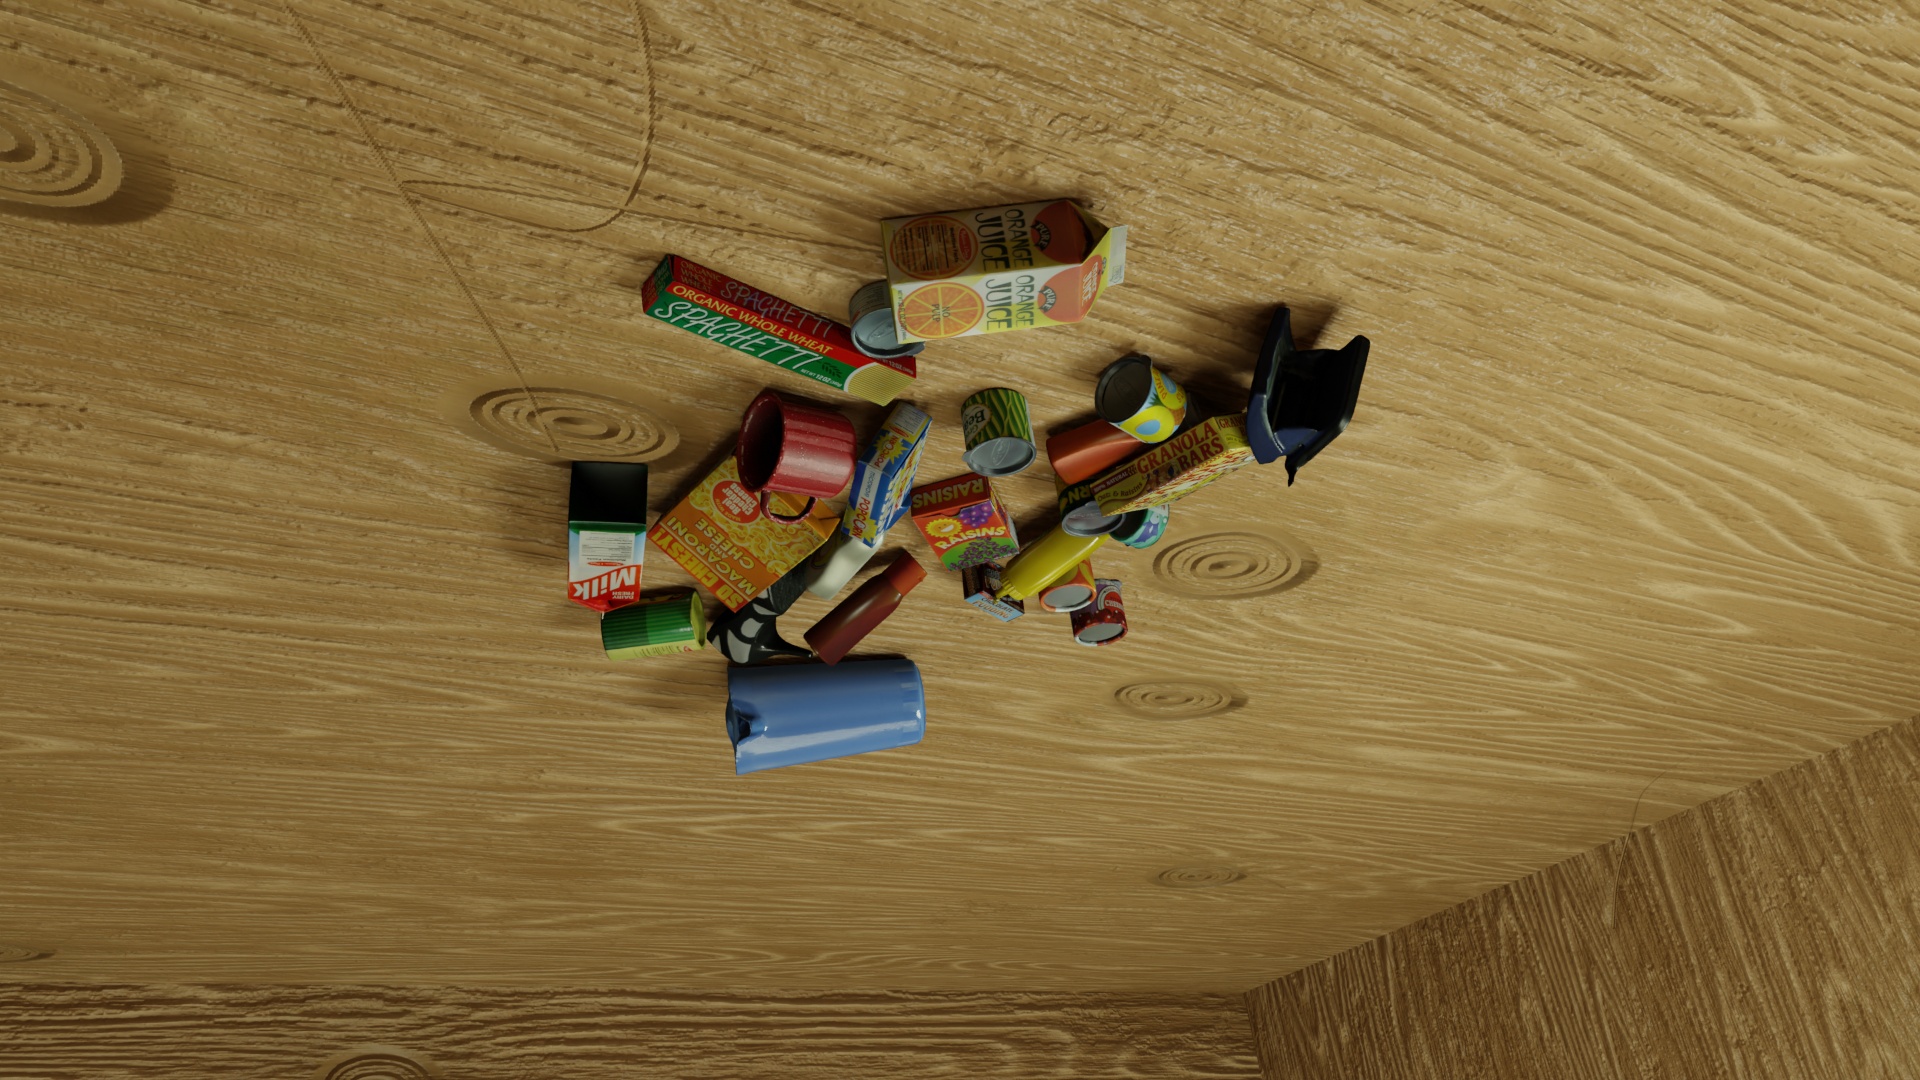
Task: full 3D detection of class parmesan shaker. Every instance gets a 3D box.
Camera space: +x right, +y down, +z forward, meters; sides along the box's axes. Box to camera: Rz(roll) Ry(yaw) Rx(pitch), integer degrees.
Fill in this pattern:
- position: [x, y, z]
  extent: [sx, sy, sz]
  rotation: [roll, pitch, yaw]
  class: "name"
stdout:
- position: [-0.343, 0.095, 1.549]
  extent: [0.103, 0.071, 0.071]
  rotation: [-7, 149, 1]
  class: "parmesan shaker"

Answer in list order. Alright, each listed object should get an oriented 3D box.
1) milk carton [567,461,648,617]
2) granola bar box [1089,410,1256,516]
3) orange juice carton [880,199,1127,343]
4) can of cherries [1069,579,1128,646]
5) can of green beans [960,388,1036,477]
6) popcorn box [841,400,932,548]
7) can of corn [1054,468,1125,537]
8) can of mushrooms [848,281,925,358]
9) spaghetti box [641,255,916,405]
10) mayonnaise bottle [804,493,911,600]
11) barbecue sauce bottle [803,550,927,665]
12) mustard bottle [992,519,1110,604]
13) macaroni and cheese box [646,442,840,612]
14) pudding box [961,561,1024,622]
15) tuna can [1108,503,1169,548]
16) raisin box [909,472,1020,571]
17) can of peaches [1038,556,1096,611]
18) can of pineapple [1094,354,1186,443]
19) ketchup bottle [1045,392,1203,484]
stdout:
- position: [-0.355, 0.004, 1.389]
  extent: [0.073, 0.072, 0.189]
  rotation: [2, 147, -15]
  class: "milk carton"
- position: [0.227, -0.078, 1.361]
  extent: [0.124, 0.039, 0.165]
  rotation: [-11, 167, -46]
  class: "granola bar box"
- position: [0.037, -0.217, 1.108]
  extent: [0.193, 0.073, 0.071]
  rotation: [-7, 149, -2]
  class: "orange juice carton"
- position: [0.165, 0.086, 1.660]
  extent: [0.071, 0.058, 0.071]
  rotation: [-5, 150, -3]
  class: "can of cherries"
- position: [0.036, -0.102, 1.315]
  extent: [0.071, 0.058, 0.071]
  rotation: [-6, 149, -3]
  class: "can of green beans"
- position: [-0.071, -0.062, 1.326]
  extent: [0.038, 0.085, 0.126]
  rotation: [27, 146, 4]
  class: "popcorn box"
- position: [0.133, -0.046, 1.430]
  extent: [0.071, 0.058, 0.070]
  rotation: [-6, 149, -3]
  class: "can of corn"
- position: [-0.060, -0.186, 1.176]
  extent: [0.071, 0.033, 0.070]
  rotation: [-6, 149, -4]
  class: "can of mushrooms"
- position: [-0.149, -0.174, 1.180]
  extent: [0.250, 0.029, 0.050]
  rotation: [18, 140, -37]
  class: "spaghetti box"
- position: [-0.107, -0.003, 1.445]
  extent: [0.041, 0.065, 0.147]
  rotation: [29, 125, -23]
  class: "mayonnaise bottle"
- position: [-0.103, 0.073, 1.530]
  extent: [0.148, 0.044, 0.064]
  rotation: [-41, 160, -3]
  class: "barbecue sauce bottle"
- position: [0.090, 0.023, 1.514]
  extent: [0.159, 0.049, 0.065]
  rotation: [-38, 174, 25]
  class: "mustard bottle"
- position: [-0.216, -0.013, 1.370]
  extent: [0.123, 0.040, 0.165]
  rotation: [43, 131, -13]
  class: "macaroni and cheese box"
- position: [0.037, 0.055, 1.587]
  extent: [0.030, 0.050, 0.083]
  rotation: [-24, 145, 29]
  class: "pudding box"
- position: [0.185, -0.025, 1.469]
  extent: [0.033, 0.071, 0.070]
  rotation: [19, 140, -35]
  class: "tuna can"
- position: [0.005, -0.018, 1.467]
  extent: [0.086, 0.040, 0.123]
  rotation: [-14, 148, 11]
  class: "raisin box"
- position: [0.117, 0.040, 1.572]
  extent: [0.071, 0.058, 0.071]
  rotation: [-6, 150, -3]
  class: "can of peaches"
- position: [0.169, -0.131, 1.289]
  extent: [0.070, 0.071, 0.058]
  rotation: [-31, 143, 33]
  class: "can of pineapple"
- position: [0.162, -0.101, 1.359]
  extent: [0.148, 0.044, 0.064]
  rotation: [-20, 153, 20]
  class: "ketchup bottle"
